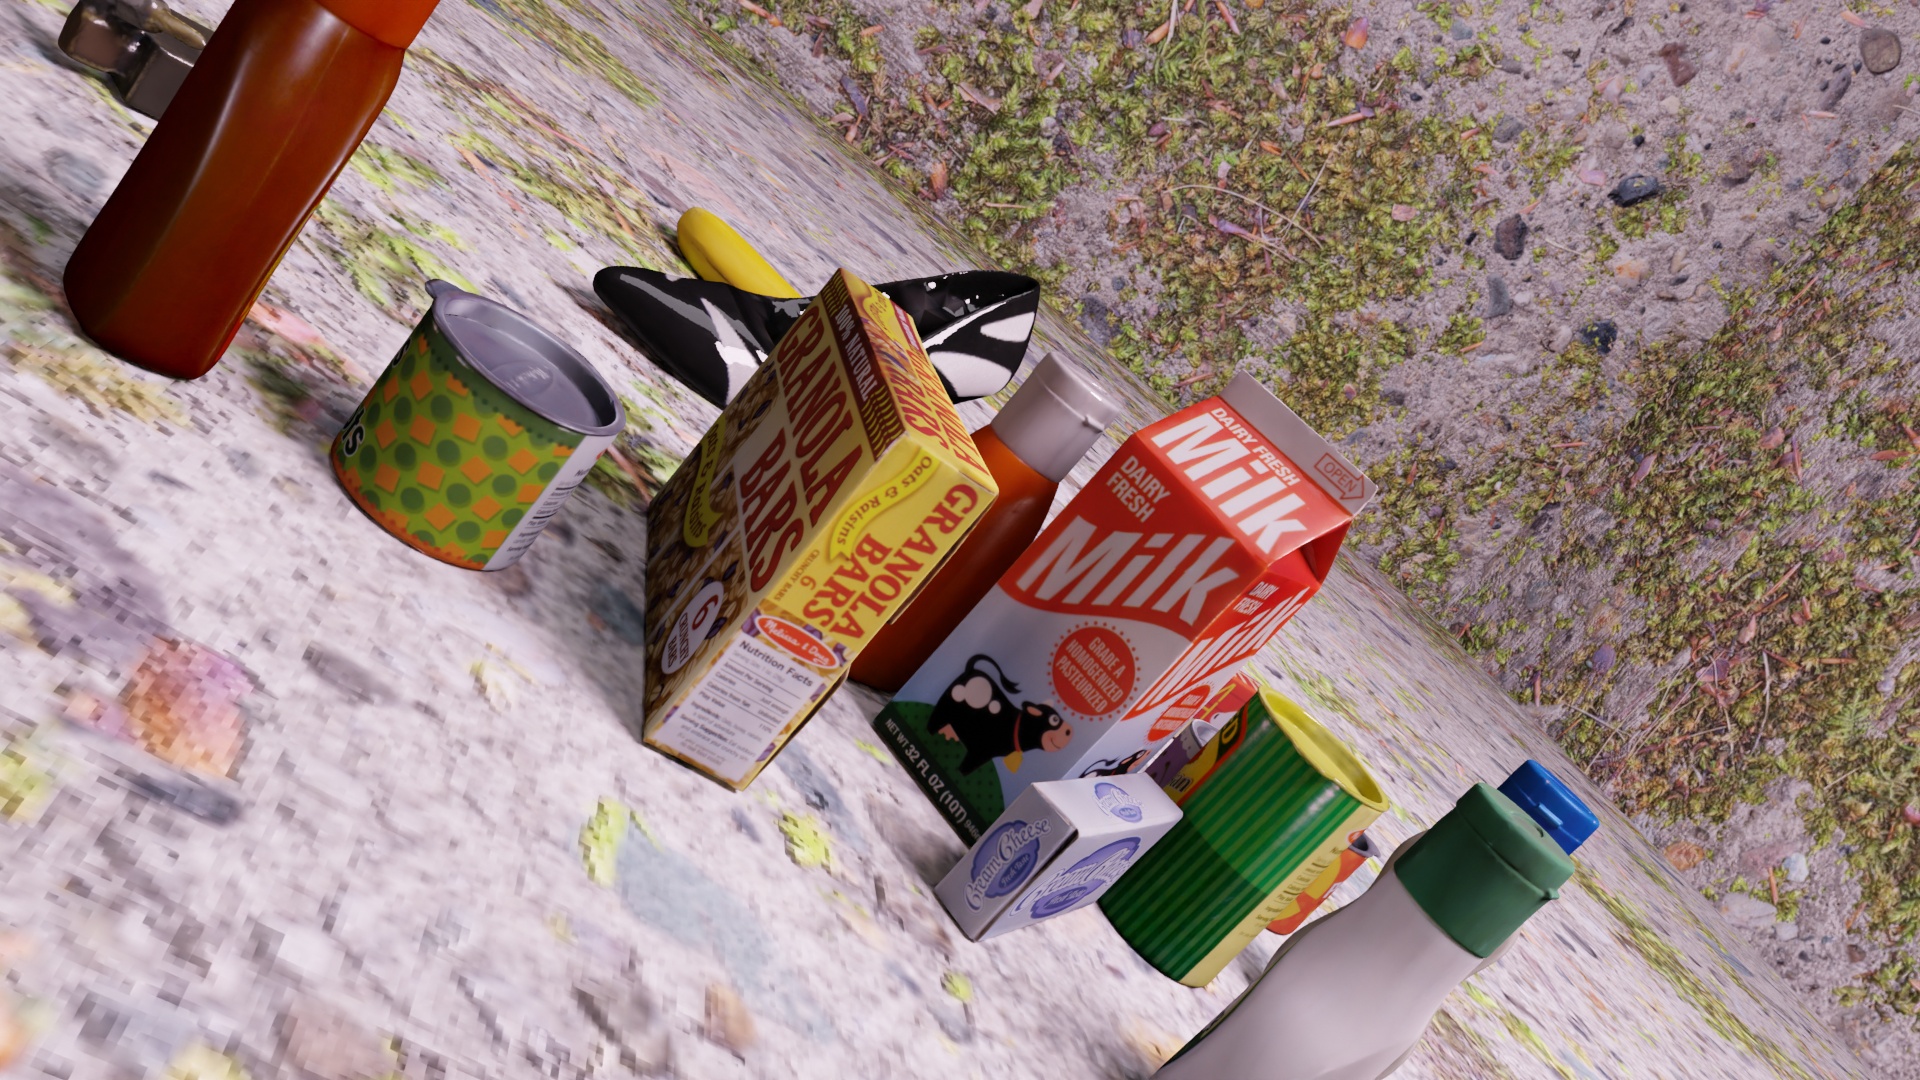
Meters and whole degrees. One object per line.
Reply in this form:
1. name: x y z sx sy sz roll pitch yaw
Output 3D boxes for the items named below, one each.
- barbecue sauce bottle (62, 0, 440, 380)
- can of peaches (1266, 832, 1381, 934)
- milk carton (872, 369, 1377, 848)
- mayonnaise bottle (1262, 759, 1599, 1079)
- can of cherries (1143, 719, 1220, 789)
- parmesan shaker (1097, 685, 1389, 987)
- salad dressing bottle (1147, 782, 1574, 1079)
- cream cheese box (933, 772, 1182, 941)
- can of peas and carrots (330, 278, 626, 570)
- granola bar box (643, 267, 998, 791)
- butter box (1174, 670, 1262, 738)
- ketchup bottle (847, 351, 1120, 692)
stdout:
1. barbecue sauce bottle: -0.190 -0.118 0.383 0.043 0.148 0.065 28 18 -43
2. can of peaches: 0.157 0.149 0.673 0.071 0.058 0.071 38 14 -11
3. milk carton: 0.064 0.028 0.519 0.072 0.190 0.073 48 15 26
4. mayonnaise bottle: 0.192 0.153 0.566 0.065 0.147 0.041 45 14 16
5. can of cherries: 0.109 0.123 0.623 0.071 0.058 0.072 38 14 -11
6. parmesan shaker: 0.106 0.116 0.544 0.071 0.103 0.071 38 14 -11
7. salad dressing bottle: 0.121 0.137 0.425 0.064 0.147 0.044 23 22 -53
8. cream cheese box: 0.037 0.109 0.487 0.024 0.053 0.104 47 15 24
9. can of peas and carrots: -0.148 -0.035 0.424 0.071 0.058 0.071 38 14 -11
10. granola bar box: -0.055 -0.013 0.469 0.039 0.124 0.166 35 15 -25
11. butter box: 0.140 0.092 0.809 0.103 0.053 0.024 34 15 -27
12. ketchup bottle: 0.002 -0.007 0.549 0.064 0.148 0.044 27 19 -46
